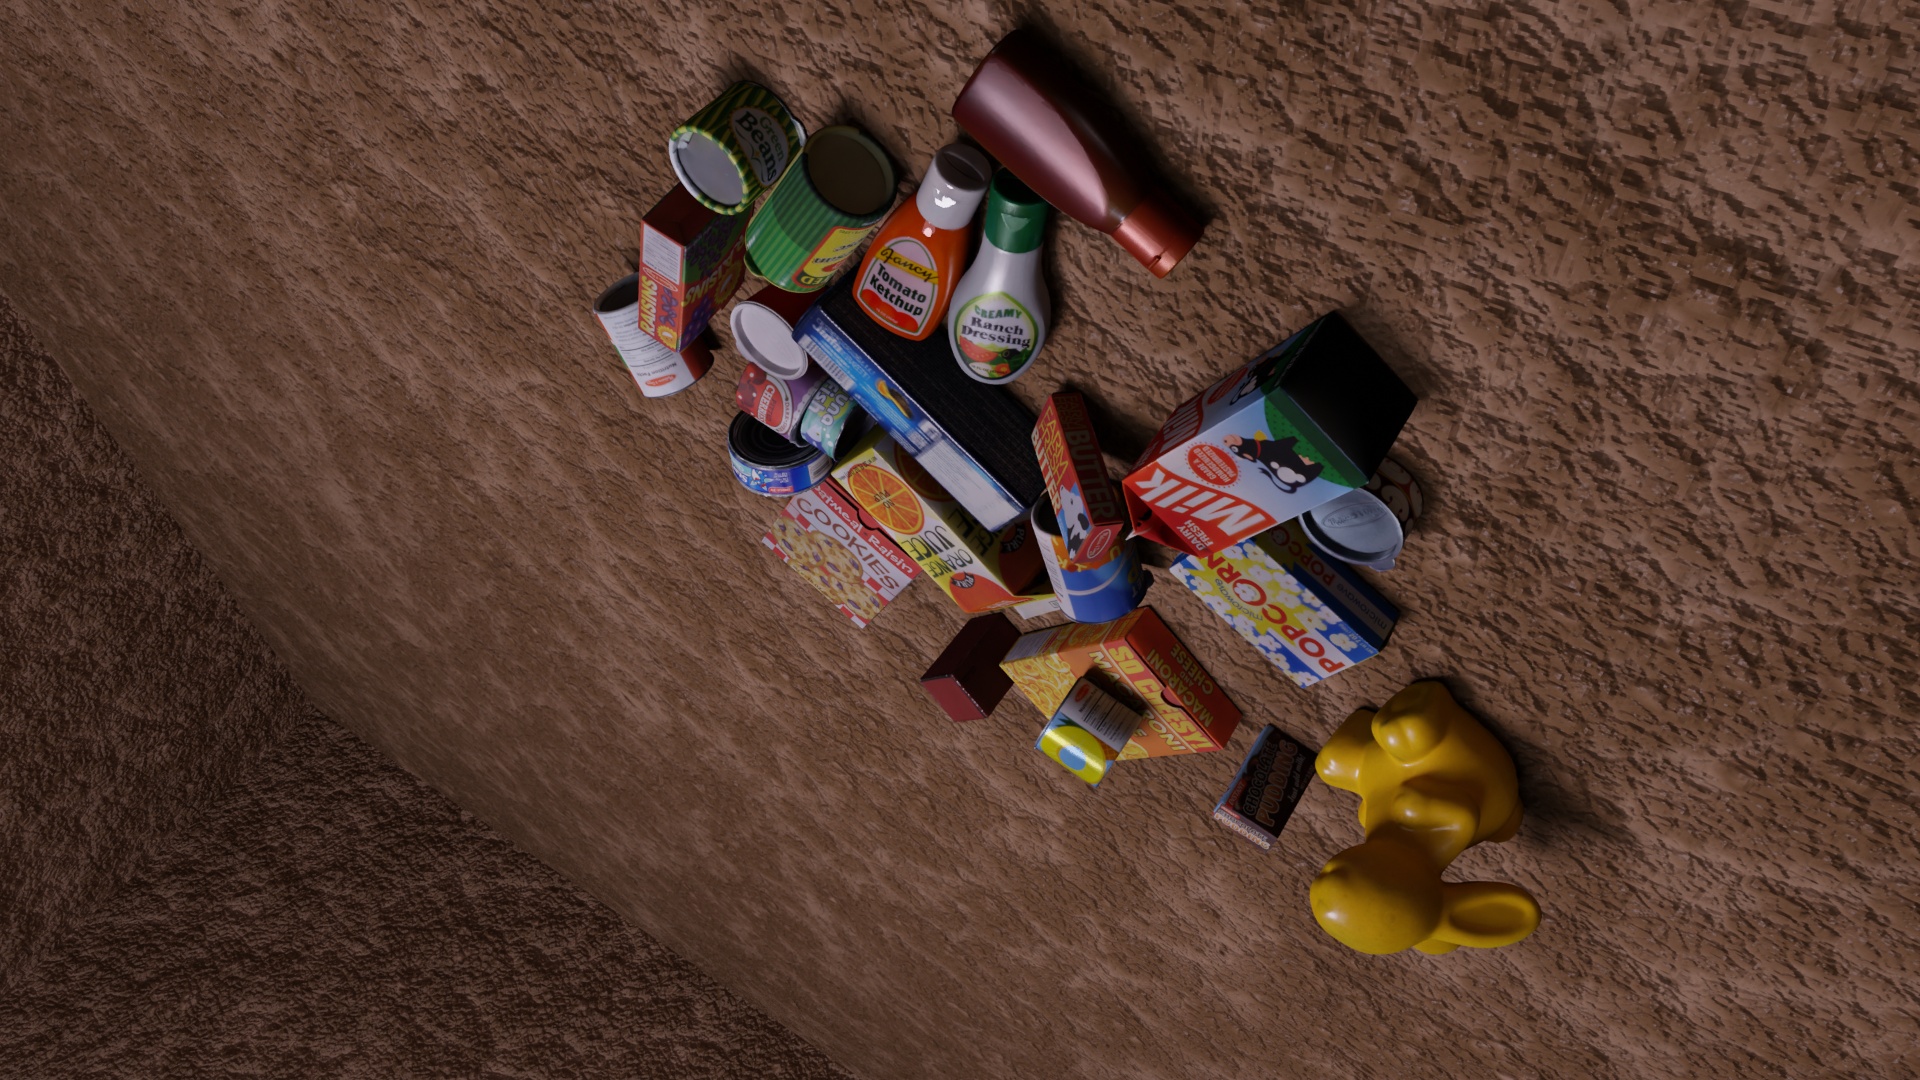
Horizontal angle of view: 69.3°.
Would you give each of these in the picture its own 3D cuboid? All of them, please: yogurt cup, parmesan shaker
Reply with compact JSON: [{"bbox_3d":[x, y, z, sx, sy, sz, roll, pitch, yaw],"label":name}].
[{"bbox_3d":[-0.124,-0.159,1.007,0.072,0.054,0.072,27,147,20],"label":"yogurt cup"},{"bbox_3d":[-0.092,-0.209,0.889,0.071,0.071,0.102,45,149,-9],"label":"parmesan shaker"}]

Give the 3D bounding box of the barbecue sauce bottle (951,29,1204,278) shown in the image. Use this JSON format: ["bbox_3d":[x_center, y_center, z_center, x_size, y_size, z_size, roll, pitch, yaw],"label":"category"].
[{"bbox_3d":[0.066,-0.204,0.754,0.148,0.044,0.064,42,149,-4],"label":"barbecue sauce bottle"}]

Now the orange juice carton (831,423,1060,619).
[{"bbox_3d":[0.004,-0.013,1.039,0.192,0.073,0.071,46,148,-12],"label":"orange juice carton"}]

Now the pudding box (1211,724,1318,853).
[{"bbox_3d":[0.230,0.185,1.042,0.050,0.084,0.030,33,146,12],"label":"pudding box"}]

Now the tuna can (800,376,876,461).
[{"bbox_3d":[-0.088,-0.095,1.036,0.033,0.071,0.070,34,149,10],"label":"tuna can"}]

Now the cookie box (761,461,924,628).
[{"bbox_3d":[-0.094,0.000,1.194,0.123,0.040,0.166,42,149,-3],"label":"cookie box"}]

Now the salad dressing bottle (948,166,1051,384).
[{"bbox_3d":[0.028,-0.160,0.848,0.064,0.044,0.146,12,143,2],"label":"salad dressing bottle"}]

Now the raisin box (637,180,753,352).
[{"bbox_3d":[-0.188,-0.203,0.987,0.040,0.086,0.122,32,149,4],"label":"raisin box"}]

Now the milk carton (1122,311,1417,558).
[{"bbox_3d":[0.165,-0.050,0.817,0.073,0.073,0.190,44,149,-8],"label":"milk carton"}]

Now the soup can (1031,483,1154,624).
[{"bbox_3d":[0.094,0.006,0.978,0.071,0.072,0.083,14,140,36],"label":"soup can"}]

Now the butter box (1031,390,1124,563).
[{"bbox_3d":[0.076,-0.042,0.914,0.053,0.024,0.104,113,146,-59],"label":"butter box"}]

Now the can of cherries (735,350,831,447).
[{"bbox_3d":[-0.130,-0.113,1.056,0.058,0.072,0.071,33,149,12],"label":"can of cherries"}]

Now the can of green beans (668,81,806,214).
[{"bbox_3d":[-0.146,-0.255,0.903,0.071,0.058,0.071,27,147,20],"label":"can of green beans"}]

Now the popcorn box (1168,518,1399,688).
[{"bbox_3d":[0.210,0.034,0.910,0.126,0.038,0.085,41,150,-2],"label":"popcorn box"}]

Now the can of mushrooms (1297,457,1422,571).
[{"bbox_3d":[0.237,-0.018,0.820,0.071,0.033,0.070,27,146,20],"label":"can of mushrooms"}]

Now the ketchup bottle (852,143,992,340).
[{"bbox_3d":[-0.021,-0.187,0.869,0.065,0.044,0.148,34,149,-2],"label":"ketchup bottle"}]

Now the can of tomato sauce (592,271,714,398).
[{"bbox_3d":[-0.247,-0.168,1.119,0.071,0.071,0.082,10,138,40],"label":"can of tomato sauce"}]

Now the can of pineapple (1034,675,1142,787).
[{"bbox_3d":[0.098,0.148,1.070,0.058,0.071,0.070,34,149,10],"label":"can of pineapple"}]

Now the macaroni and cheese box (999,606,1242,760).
[{"bbox_3d":[0.125,0.121,1.113,0.123,0.040,0.166,48,148,-15],"label":"macaroni and cheese box"}]
